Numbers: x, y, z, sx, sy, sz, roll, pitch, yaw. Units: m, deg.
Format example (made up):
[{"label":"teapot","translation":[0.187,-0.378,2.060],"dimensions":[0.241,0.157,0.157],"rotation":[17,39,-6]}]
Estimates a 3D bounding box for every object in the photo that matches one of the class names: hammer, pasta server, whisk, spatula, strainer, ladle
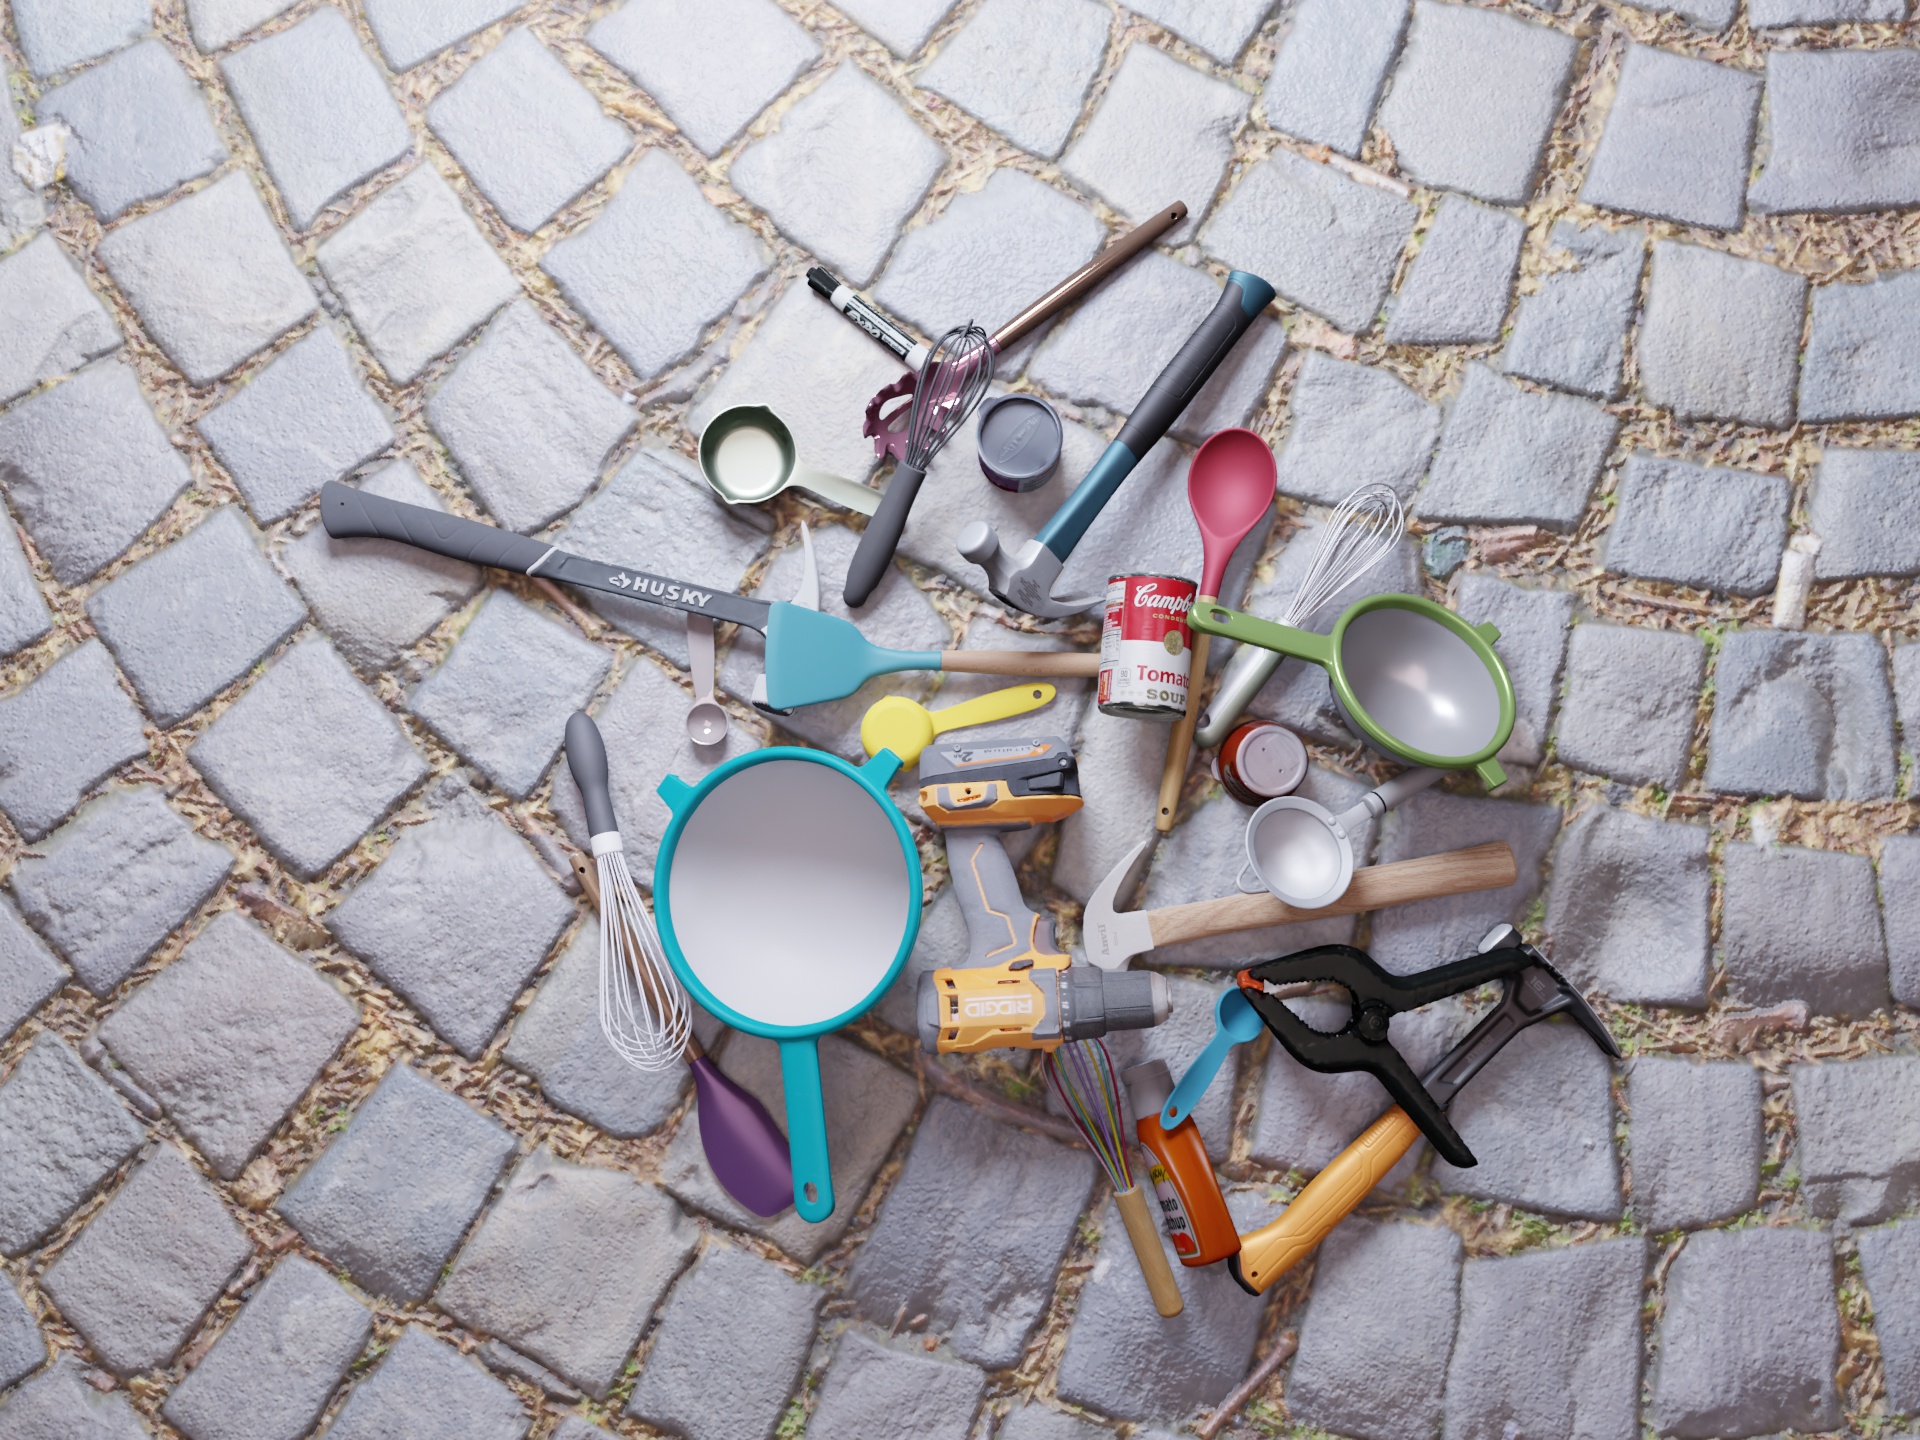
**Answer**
[{"label":"hammer","translation":[-0.304,-0.124,1.237],"dimensions":[0.409,0.036,0.149],"rotation":[15,78,4]},{"label":"pasta server","translation":[0.052,-0.310,1.243],"dimensions":[0.316,0.040,0.060],"rotation":[-37,115,-3]},{"label":"whisk","translation":[-0.037,-0.192,1.210],"dimensions":[0.055,0.055,0.239],"rotation":[27,107,3]},{"label":"whisk","translation":[0.116,0.333,1.201],"dimensions":[0.047,0.051,0.245],"rotation":[-21,90,30]},{"label":"hammer","translation":[0.256,0.136,1.211],"dimensions":[0.331,0.031,0.130],"rotation":[-11,86,0]},{"label":"whisk","translation":[-0.261,0.125,1.201],"dimensions":[0.070,0.070,0.285],"rotation":[-17,75,0]},{"label":"spatula","translation":[-0.218,0.240,1.223],"dimensions":[0.060,0.018,0.316],"rotation":[-31,87,0]},{"label":"whisk","translation":[0.257,-0.079,1.219],"dimensions":[0.059,0.058,0.246],"rotation":[36,92,-31]},{"label":"strainer","translation":[-0.108,0.190,1.180],"dimensions":[0.211,0.095,0.340],"rotation":[-7,85,17]},{"label":"strainer","translation":[0.302,0.069,1.189],"dimensions":[0.258,0.050,0.087],"rotation":[-28,77,-18]},{"label":"hammer","translation":[0.336,0.312,1.196],"dimensions":[0.337,0.034,0.127],"rotation":[-43,85,-1]},{"label":"ladle","translation":[0.186,-0.069,1.219],"dimensions":[0.069,0.031,0.315],"rotation":[10,84,20]},{"label":"strainer","translation":[0.281,-0.031,1.182],"dimensions":[0.256,0.069,0.152],"rotation":[16,56,-7]},{"label":"spatula","translation":[0.012,-0.044,1.216],"dimensions":[0.317,0.044,0.082],"rotation":[1,84,-3]},{"label":"hammer","translation":[0.133,-0.216,1.212],"dimensions":[0.331,0.033,0.128],"rotation":[-52,129,-10]}]

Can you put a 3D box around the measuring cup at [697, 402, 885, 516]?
[{"label":"measuring cup","translation":[-0.124,-0.189,1.245],"dimensions":[0.167,0.038,0.083],"rotation":[20,88,-9]}]

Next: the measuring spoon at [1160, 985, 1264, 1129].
[{"label":"measuring spoon","translation":[0.183,0.254,1.193],"dimensions":[0.042,0.021,0.129],"rotation":[44,67,-9]}]

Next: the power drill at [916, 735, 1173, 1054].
[{"label":"power drill","translation":[0.057,0.130,1.173],"dimensions":[0.185,0.084,0.226],"rotation":[-4,77,6]}]

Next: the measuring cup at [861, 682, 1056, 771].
[{"label":"measuring cup","translation":[-0.002,-0.004,1.227],"dimensions":[0.156,0.029,0.062],"rotation":[-16,86,2]}]

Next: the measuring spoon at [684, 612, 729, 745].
[{"label":"measuring spoon","translation":[-0.200,-0.040,1.246],"dimensions":[0.034,0.018,0.124],"rotation":[-5,79,0]}]
